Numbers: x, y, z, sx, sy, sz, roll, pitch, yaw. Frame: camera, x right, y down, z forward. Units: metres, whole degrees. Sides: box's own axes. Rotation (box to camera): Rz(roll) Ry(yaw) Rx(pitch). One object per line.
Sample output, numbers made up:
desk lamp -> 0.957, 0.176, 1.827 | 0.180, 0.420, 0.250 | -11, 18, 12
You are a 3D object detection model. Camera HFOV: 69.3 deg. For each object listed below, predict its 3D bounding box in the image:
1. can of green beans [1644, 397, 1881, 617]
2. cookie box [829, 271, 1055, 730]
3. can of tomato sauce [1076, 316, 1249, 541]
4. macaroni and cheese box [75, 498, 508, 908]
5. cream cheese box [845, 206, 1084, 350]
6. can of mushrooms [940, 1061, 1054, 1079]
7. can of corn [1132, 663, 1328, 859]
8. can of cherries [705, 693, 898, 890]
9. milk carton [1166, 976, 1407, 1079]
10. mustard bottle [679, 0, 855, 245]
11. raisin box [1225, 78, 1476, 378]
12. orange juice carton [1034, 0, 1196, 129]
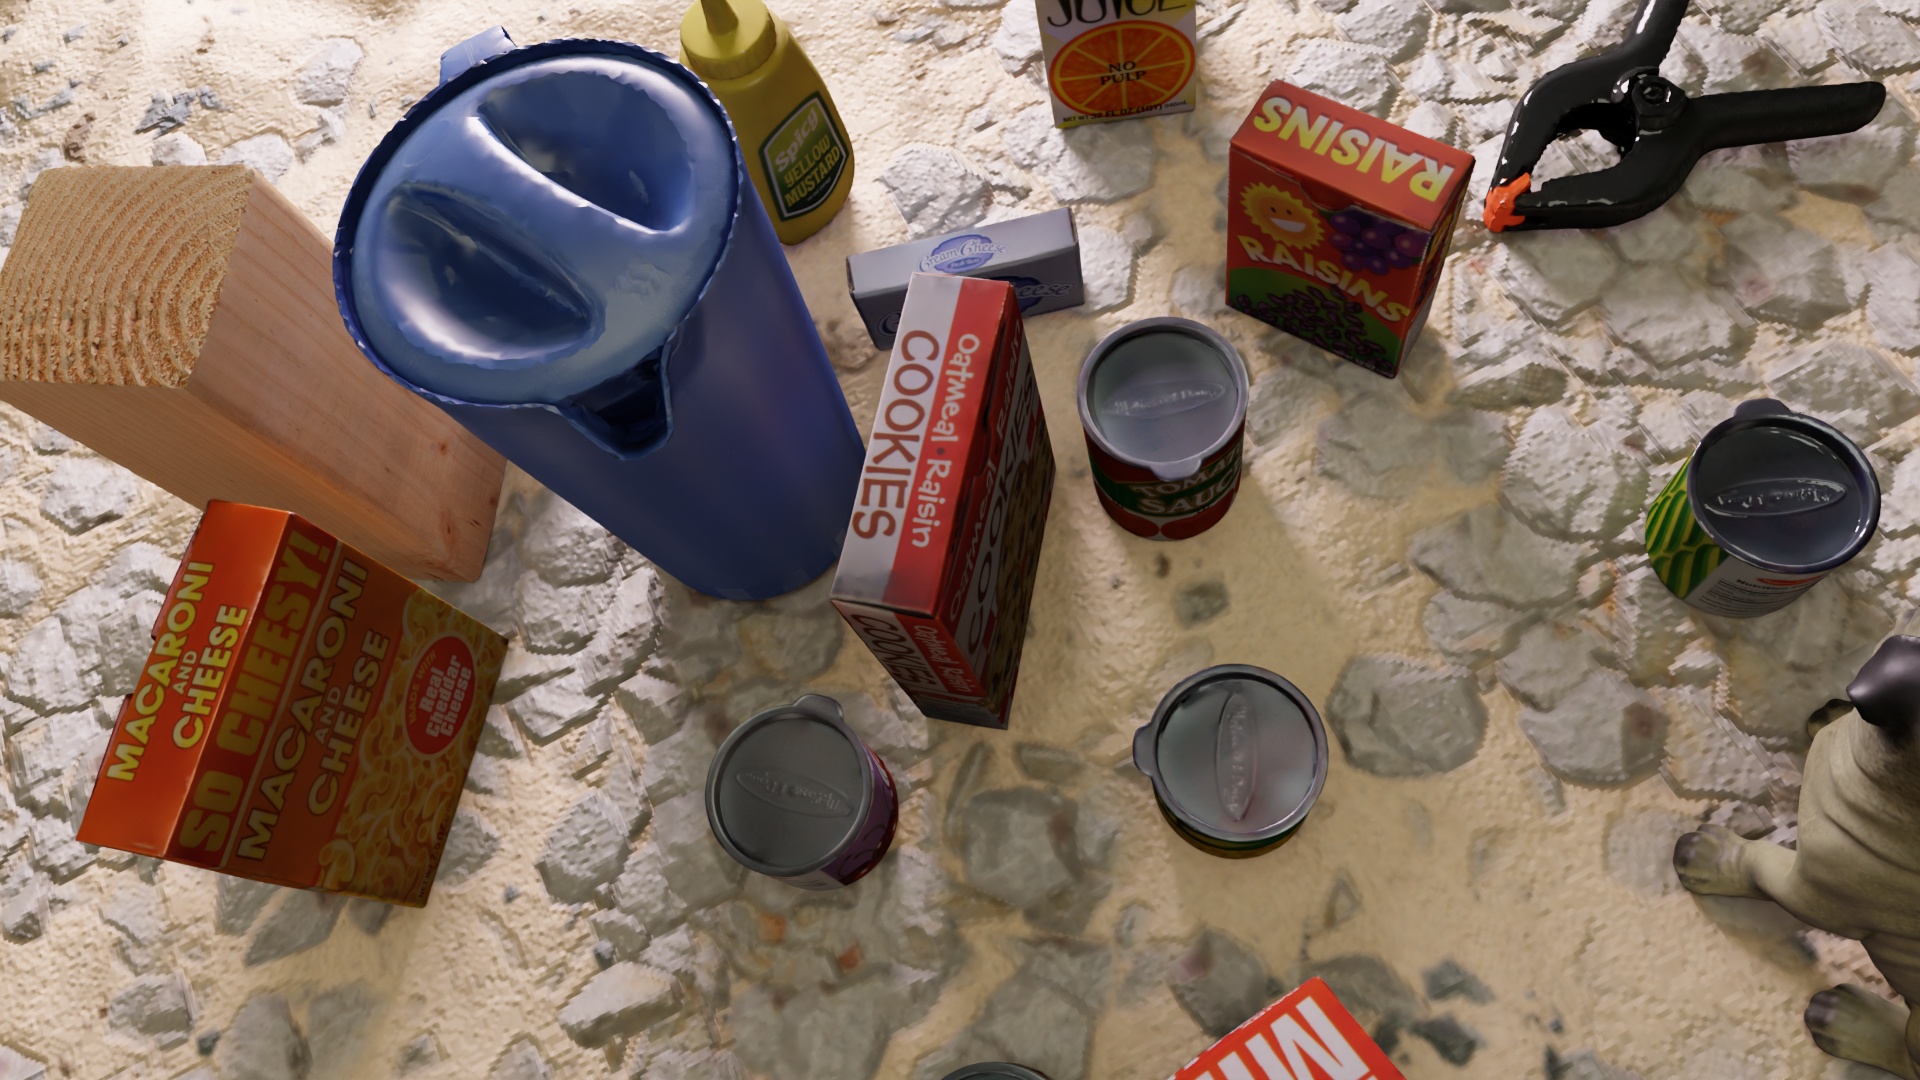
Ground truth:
can of green beans -> 0.308, -0.009, 0.539 | 0.071, 0.057, 0.071 | -3, 69, 8
cookie box -> 0.002, -0.007, 0.530 | 0.040, 0.167, 0.123 | 8, 71, 12
can of tomato sauce -> 0.085, -0.042, 0.575 | 0.071, 0.083, 0.071 | -3, 69, 8
macaroni and cheese box -> -0.249, 0.072, 0.543 | 0.040, 0.166, 0.124 | 7, 71, 12
cream cheese box -> 0.004, -0.118, 0.634 | 0.104, 0.053, 0.024 | -12, 68, 5
can of mushrooms -> 0.016, 0.228, 0.511 | 0.071, 0.033, 0.071 | -3, 69, 8
can of corn -> 0.103, 0.087, 0.537 | 0.071, 0.058, 0.071 | -3, 69, 8
can of cherries -> -0.060, 0.102, 0.558 | 0.071, 0.058, 0.072 | -3, 69, 8
milk carton -> 0.101, 0.187, 0.428 | 0.072, 0.190, 0.073 | -34, 68, -4
mustard bottle -> -0.092, -0.197, 0.622 | 0.049, 0.159, 0.065 | 37, 80, 20
raisin box -> 0.155, -0.125, 0.574 | 0.086, 0.123, 0.040 | 30, 77, 18
orange juice carton -> 0.064, -0.272, 0.607 | 0.072, 0.192, 0.073 | -6, 69, 7
